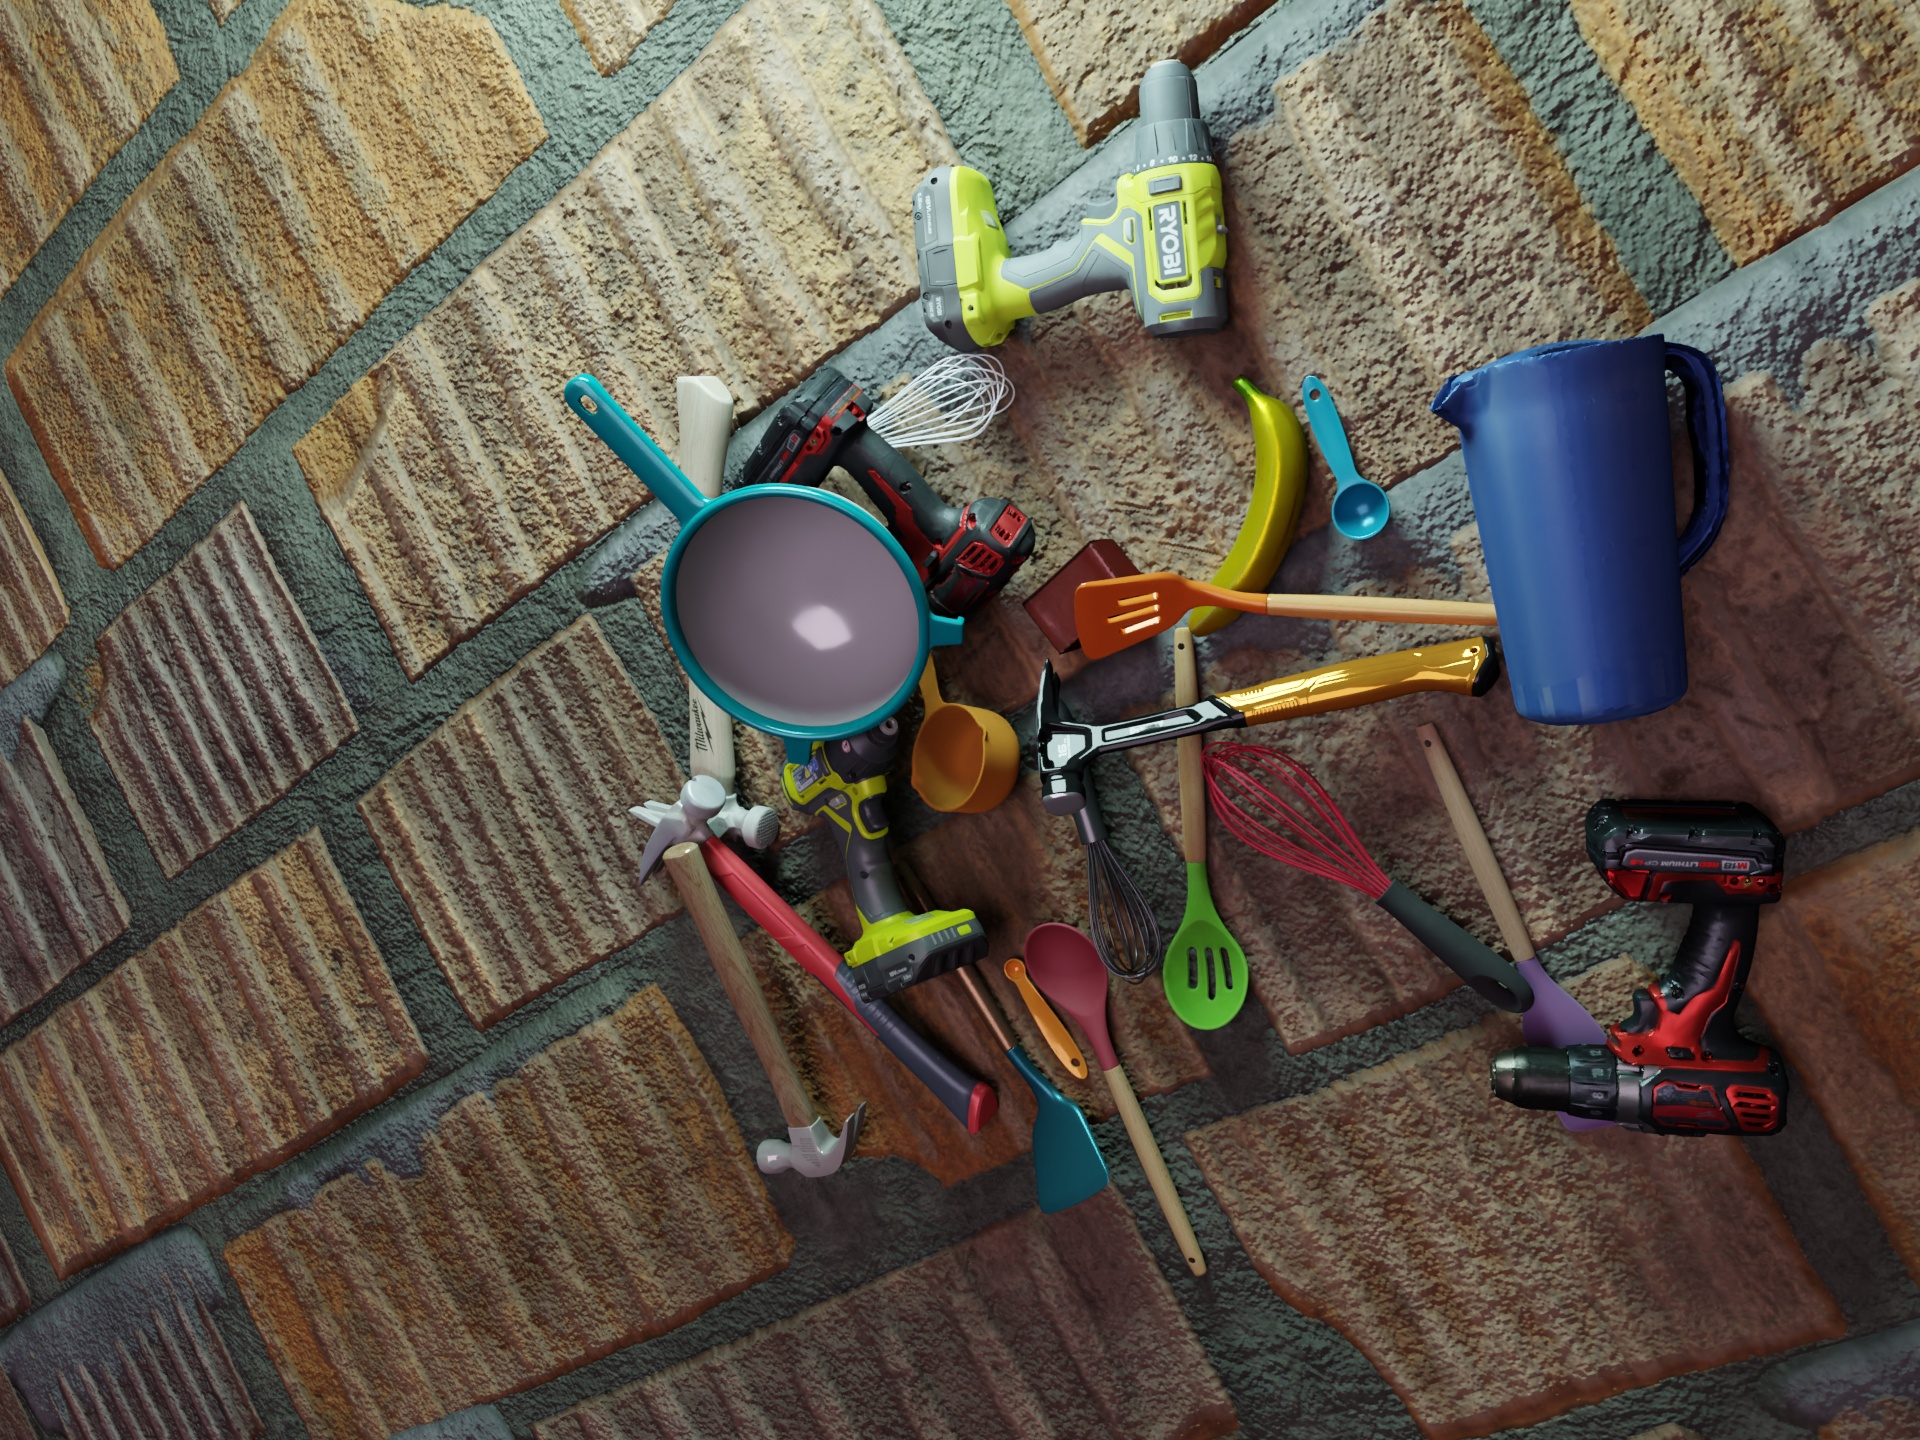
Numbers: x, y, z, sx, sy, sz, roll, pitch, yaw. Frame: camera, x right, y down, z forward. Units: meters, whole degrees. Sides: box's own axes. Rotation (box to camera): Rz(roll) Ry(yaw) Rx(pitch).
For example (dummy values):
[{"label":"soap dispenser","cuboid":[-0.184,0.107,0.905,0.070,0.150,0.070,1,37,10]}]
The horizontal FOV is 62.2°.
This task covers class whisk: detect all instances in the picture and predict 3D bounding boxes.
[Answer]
[{"label":"whisk","cuboid":[0.108,0.094,1.269,0.055,0.055,0.239,-20,85,28]},{"label":"whisk","cuboid":[-0.078,-0.232,1.307,0.284,0.070,0.070,-16,91,33]},{"label":"whisk","cuboid":[0.296,0.113,1.167,0.296,0.073,0.073,40,114,13]}]

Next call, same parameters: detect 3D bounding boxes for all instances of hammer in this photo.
[{"label":"hammer","cuboid":[-0.233,-0.093,1.397,0.146,0.038,0.410,8,107,27]},{"label":"hammer","cuboid":[0.219,-0.018,1.167,0.337,0.034,0.127,-12,55,16]},{"label":"hammer","cuboid":[-0.124,0.222,1.394,0.386,0.038,0.143,43,131,7]},{"label":"hammer","cuboid":[-0.180,0.258,1.404,0.130,0.031,0.331,-12,106,34]}]

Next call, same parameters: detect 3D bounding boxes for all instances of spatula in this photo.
[{"label":"spatula","cuboid":[0.024,0.257,1.340,0.082,0.044,0.317,-38,79,36]},{"label":"spatula","cuboid":[0.399,0.147,1.145,0.060,0.018,0.316,-25,88,37]},{"label":"spatula","cuboid":[0.245,-0.075,1.146,0.322,0.041,0.080,4,141,15]}]

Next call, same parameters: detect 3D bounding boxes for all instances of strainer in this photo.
[{"label":"strainer","cuboid":[-0.159,-0.141,1.214,0.211,0.095,0.340,-37,103,28]}]

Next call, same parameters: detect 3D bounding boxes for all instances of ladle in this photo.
[{"label":"ladle","cuboid":[0.135,0.308,1.303,0.069,0.031,0.315,-24,89,31]}]

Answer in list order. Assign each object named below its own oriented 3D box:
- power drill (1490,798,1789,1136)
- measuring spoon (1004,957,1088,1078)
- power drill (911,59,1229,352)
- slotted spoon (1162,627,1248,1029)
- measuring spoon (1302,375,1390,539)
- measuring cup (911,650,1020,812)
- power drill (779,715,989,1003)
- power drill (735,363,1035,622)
[{"label":"power drill","cuboid":[0.459,0.172,1.076,0.188,0.080,0.226,0,102,16]},{"label":"measuring spoon","cuboid":[0.074,0.249,1.334,0.021,0.011,0.117,-35,86,27]},{"label":"power drill","cuboid":[0.084,-0.373,1.186,0.228,0.080,0.190,-3,97,25]},{"label":"slotted spoon","cuboid":[0.185,0.084,1.240,0.070,0.031,0.314,-2,96,27]},{"label":"measuring spoon","cuboid":[0.278,-0.191,1.155,0.042,0.021,0.129,-24,78,29]},{"label":"measuring cup","cuboid":[-0.002,-0.004,1.312,0.095,0.052,0.174,-38,56,38]},{"label":"power drill","cuboid":[-0.065,0.106,1.301,0.171,0.080,0.223,-35,74,56]},{"label":"power drill","cuboid":[-0.060,-0.164,1.264,0.219,0.079,0.143,38,136,-5]}]
